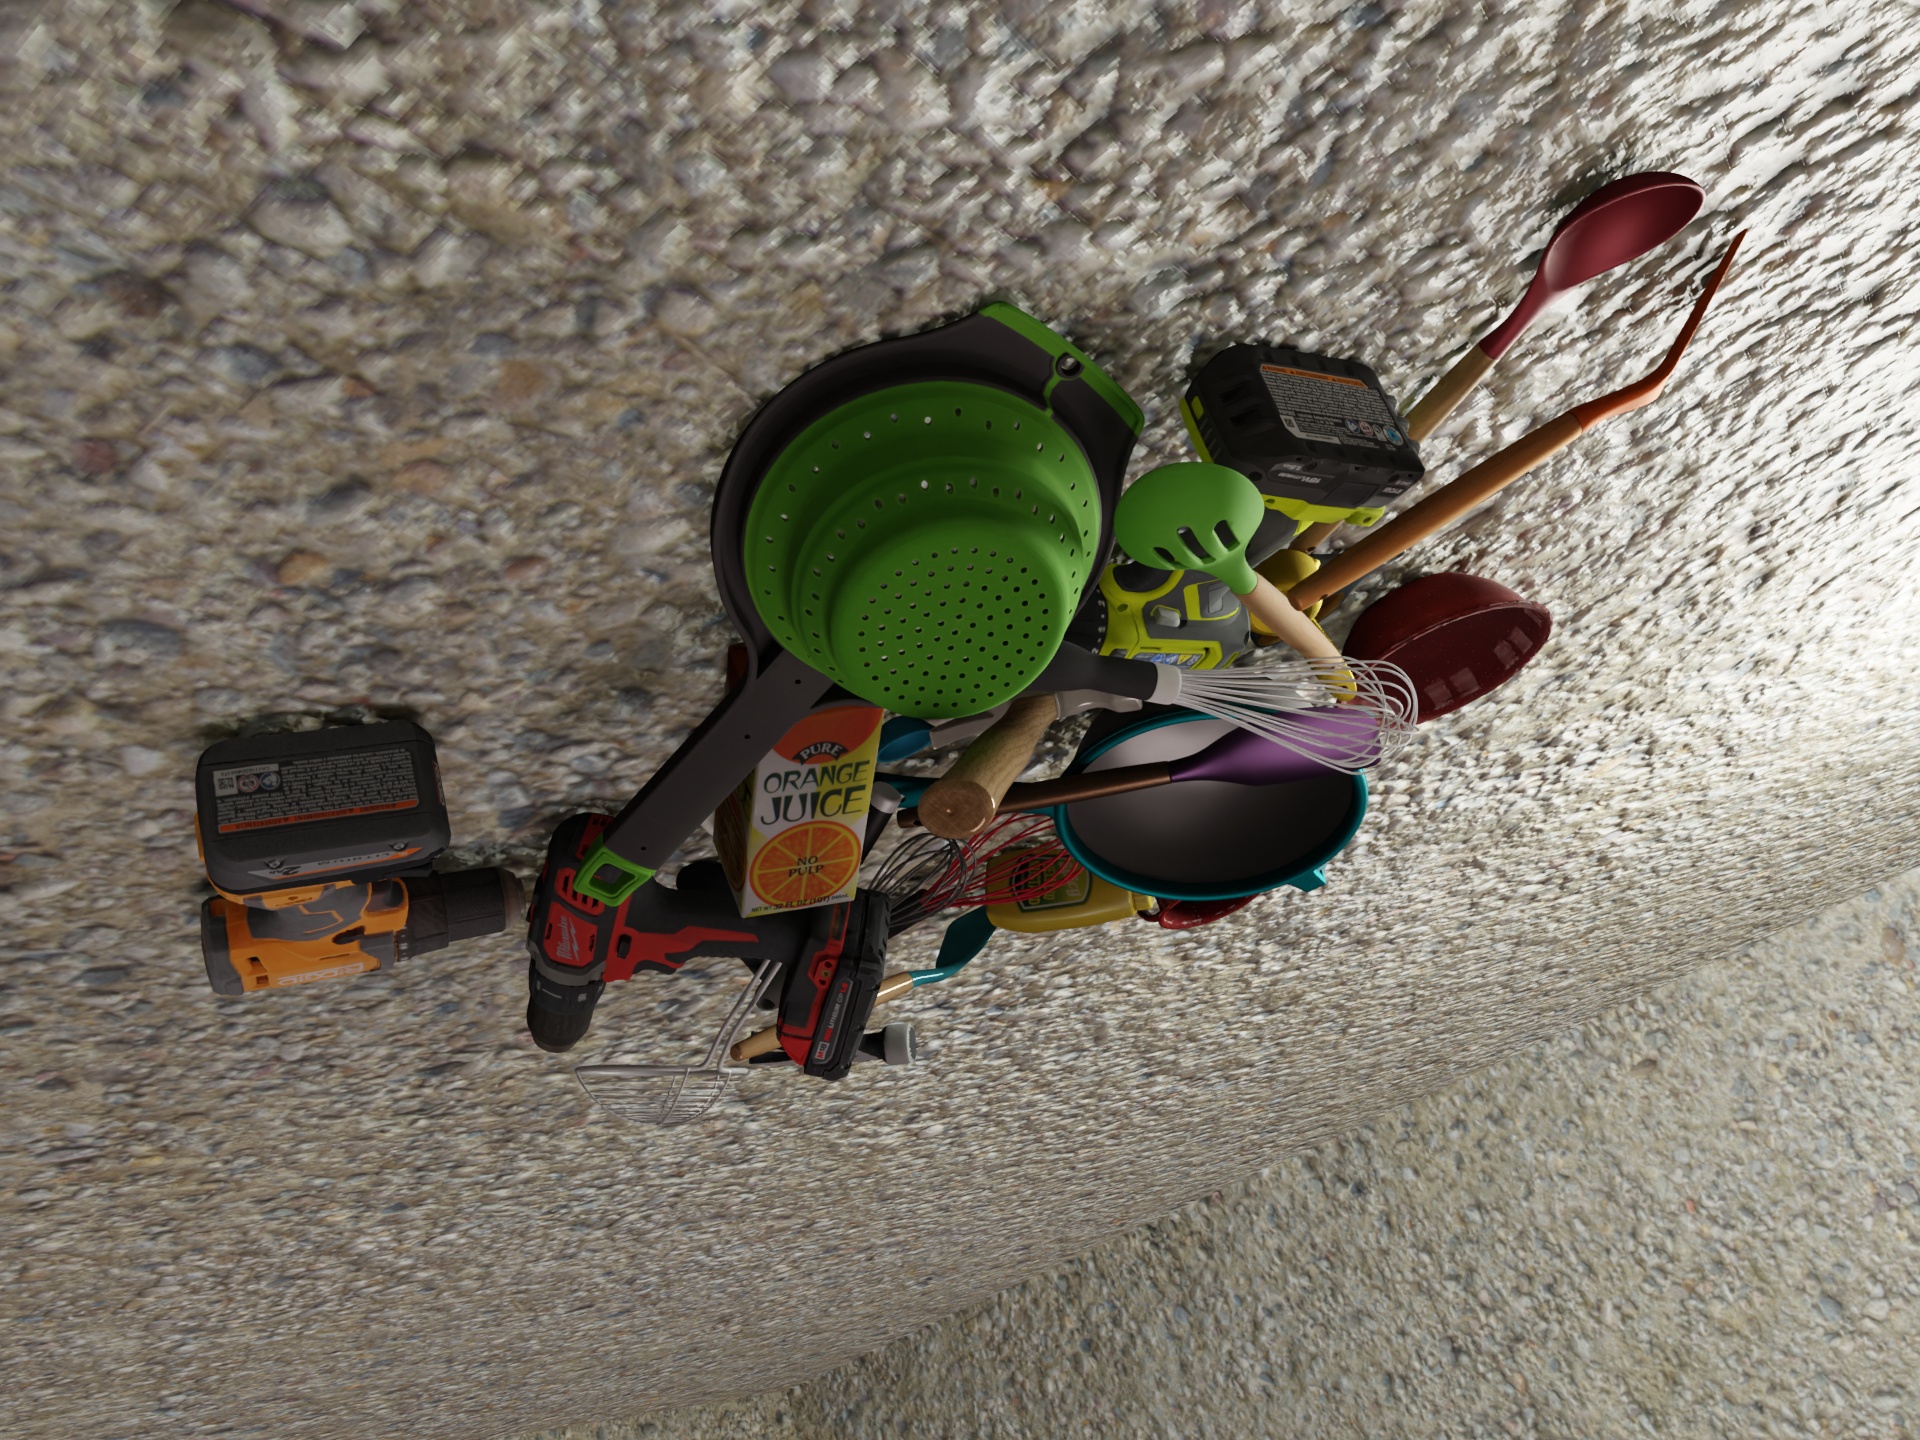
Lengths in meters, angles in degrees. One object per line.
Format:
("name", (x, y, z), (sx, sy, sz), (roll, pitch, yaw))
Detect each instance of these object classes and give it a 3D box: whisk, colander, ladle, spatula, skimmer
("whisk", (-0.075, 0.151, 1.149), (0.055, 0.055, 0.239), (11, 139, -45))
("colander", (-0.065, -0.014, 0.778), (0.204, 0.095, 0.397), (31, 115, -32))
("ladle", (0.277, -0.186, 0.879), (0.069, 0.031, 0.315), (1, 148, -30))
("whisk", (0.142, -0.015, 0.905), (0.284, 0.070, 0.070), (8, 143, -21))
("spatula", (0.109, 0.036, 1.025), (0.316, 0.018, 0.059), (-11, 127, 13))
("whisk", (-0.013, 0.135, 1.239), (0.296, 0.073, 0.073), (-31, 152, 33))
("skimmer", (-0.155, 0.166, 1.137), (0.127, 0.090, 0.363), (13, 121, -41))
("spatula", (-0.064, 0.197, 1.218), (0.082, 0.044, 0.317), (-30, 170, 37))
("spatula", (0.301, -0.152, 0.849), (0.322, 0.041, 0.081), (-32, 158, -10))

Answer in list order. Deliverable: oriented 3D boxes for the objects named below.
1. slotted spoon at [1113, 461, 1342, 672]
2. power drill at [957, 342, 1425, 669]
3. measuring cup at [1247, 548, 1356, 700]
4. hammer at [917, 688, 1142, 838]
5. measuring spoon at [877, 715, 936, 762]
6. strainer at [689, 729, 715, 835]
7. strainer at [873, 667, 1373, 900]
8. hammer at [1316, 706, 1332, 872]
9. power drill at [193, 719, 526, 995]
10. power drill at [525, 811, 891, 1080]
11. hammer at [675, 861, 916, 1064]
("slotted spoon", (0.161, -0.068, 0.851), (0.070, 0.031, 0.313), (-21, 159, 22))
("power drill", (0.122, -0.100, 0.879), (0.190, 0.080, 0.228), (0, 149, -34))
("measuring cup", (0.223, -0.050, 1.020), (0.062, 0.029, 0.156), (-24, 134, 22))
("hammer", (0.024, 0.012, 0.877), (0.130, 0.031, 0.331), (-8, -172, 12))
("measuring spoon", (-0.002, -0.003, 1.041), (0.128, 0.021, 0.042), (-18, 161, -25))
("strainer", (-0.133, 0.075, 1.065), (0.087, 0.050, 0.258), (-7, 157, 8))
("strainer", (0.105, 0.027, 1.102), (0.340, 0.095, 0.210), (2, 139, 1))
("hammer", (0.281, 0.072, 1.344), (0.128, 0.033, 0.330), (-22, 153, 6))
("power drill", (-0.336, 0.085, 0.905), (0.185, 0.084, 0.226), (-7, 154, -24))
("power drill", (-0.174, 0.164, 1.042), (0.226, 0.080, 0.187), (15, 123, -7))
("hammer", (-0.148, 0.207, 1.278), (0.149, 0.036, 0.408), (-5, 150, 9))
